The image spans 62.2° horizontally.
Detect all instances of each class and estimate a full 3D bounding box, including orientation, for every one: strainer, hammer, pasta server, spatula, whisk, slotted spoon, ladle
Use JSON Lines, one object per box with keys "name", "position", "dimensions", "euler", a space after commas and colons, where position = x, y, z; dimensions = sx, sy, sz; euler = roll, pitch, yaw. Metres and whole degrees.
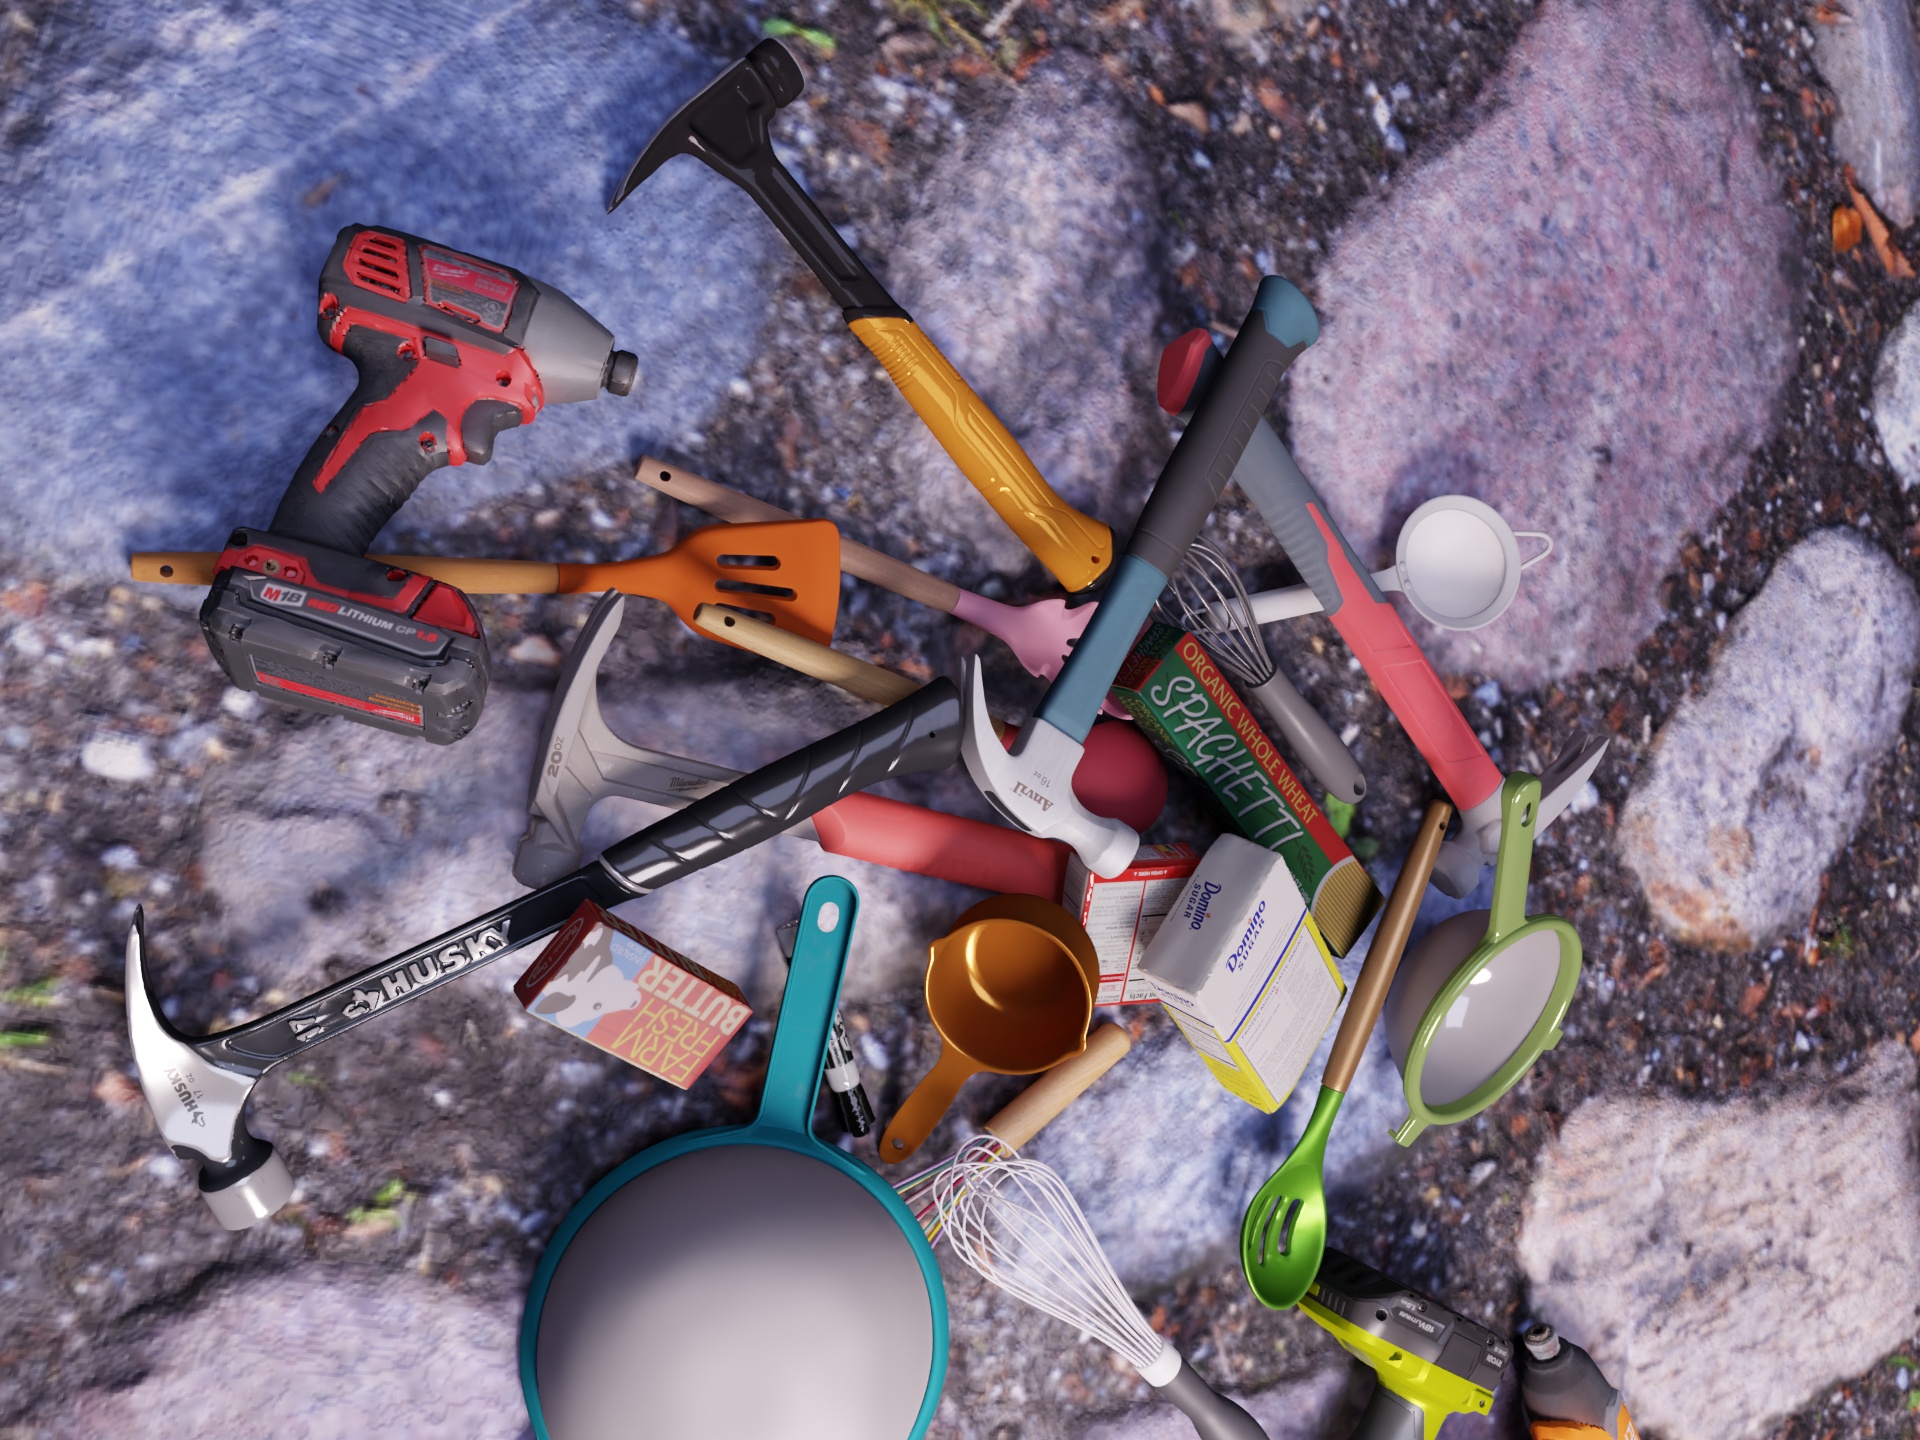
{"name": "strainer", "position": [-0.092, 0.243, 0.754], "dimensions": [0.211, 0.095, 0.340], "euler": [12, 86, -6]}
{"name": "hammer", "position": [-0.042, 0.048, 0.837], "dimensions": [0.358, 0.037, 0.149], "euler": [15, 97, -26]}
{"name": "hammer", "position": [-0.178, 0.076, 0.745], "dimensions": [0.409, 0.036, 0.149], "euler": [-26, 110, -17]}
{"name": "hammer", "position": [0.105, -0.091, 0.839], "dimensions": [0.128, 0.033, 0.331], "euler": [32, 78, -15]}
{"name": "pasta server", "position": [-0.024, -0.075, 0.857], "dimensions": [0.316, 0.040, 0.060], "euler": [22, 86, -23]}
{"name": "spatula", "position": [-0.217, -0.067, 0.763], "dimensions": [0.322, 0.041, 0.081], "euler": [-1, 111, -24]}
{"name": "strainer", "position": [0.249, -0.085, 0.987], "dimensions": [0.258, 0.050, 0.087], "euler": [-13, 88, -19]}
{"name": "whisk", "position": [0.000, 0.240, 0.865], "dimensions": [0.245, 0.047, 0.051], "euler": [-35, 105, -26]}
{"name": "whisk", "position": [0.177, -0.024, 0.936], "dimensions": [0.238, 0.055, 0.055], "euler": [46, 71, -30]}
{"name": "slotted spoon", "position": [0.232, 0.195, 0.945], "dimensions": [0.070, 0.031, 0.314], "euler": [23, 87, -33]}
{"name": "hammer", "position": [0.248, -0.077, 0.948], "dimensions": [0.143, 0.038, 0.386], "euler": [-41, 109, -9]}
{"name": "strainer", "position": [0.305, 0.127, 0.957], "dimensions": [0.151, 0.069, 0.256], "euler": [-24, 127, -25]}
{"name": "ladle", "position": [-0.001, -0.003, 0.850], "dimensions": [0.315, 0.031, 0.069], "euler": [22, 76, -30]}
{"name": "whisk", "position": [0.086, 0.322, 0.850], "dimensions": [0.070, 0.070, 0.284], "euler": [-48, 111, -18]}
{"name": "hammer", "position": [-0.034, -0.193, 0.856], "dimensions": [0.336, 0.034, 0.127], "euler": [48, 70, -17]}

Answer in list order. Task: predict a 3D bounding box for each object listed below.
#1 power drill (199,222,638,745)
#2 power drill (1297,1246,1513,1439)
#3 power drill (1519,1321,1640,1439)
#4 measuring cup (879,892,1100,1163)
{"name": "power drill", "position": [-0.236, -0.109, 0.710], "dimensions": [0.143, 0.078, 0.220], "euler": [16, 68, -12]}
{"name": "power drill", "position": [0.224, 0.443, 0.948], "dimensions": [0.171, 0.080, 0.223], "euler": [31, 80, -23]}
{"name": "power drill", "position": [0.364, 0.497, 0.978], "dimensions": [0.226, 0.084, 0.164], "euler": [-38, 106, -49]}
{"name": "measuring cup", "position": [0.008, 0.166, 0.848], "dimensions": [0.095, 0.052, 0.173], "euler": [35, 114, 3]}
